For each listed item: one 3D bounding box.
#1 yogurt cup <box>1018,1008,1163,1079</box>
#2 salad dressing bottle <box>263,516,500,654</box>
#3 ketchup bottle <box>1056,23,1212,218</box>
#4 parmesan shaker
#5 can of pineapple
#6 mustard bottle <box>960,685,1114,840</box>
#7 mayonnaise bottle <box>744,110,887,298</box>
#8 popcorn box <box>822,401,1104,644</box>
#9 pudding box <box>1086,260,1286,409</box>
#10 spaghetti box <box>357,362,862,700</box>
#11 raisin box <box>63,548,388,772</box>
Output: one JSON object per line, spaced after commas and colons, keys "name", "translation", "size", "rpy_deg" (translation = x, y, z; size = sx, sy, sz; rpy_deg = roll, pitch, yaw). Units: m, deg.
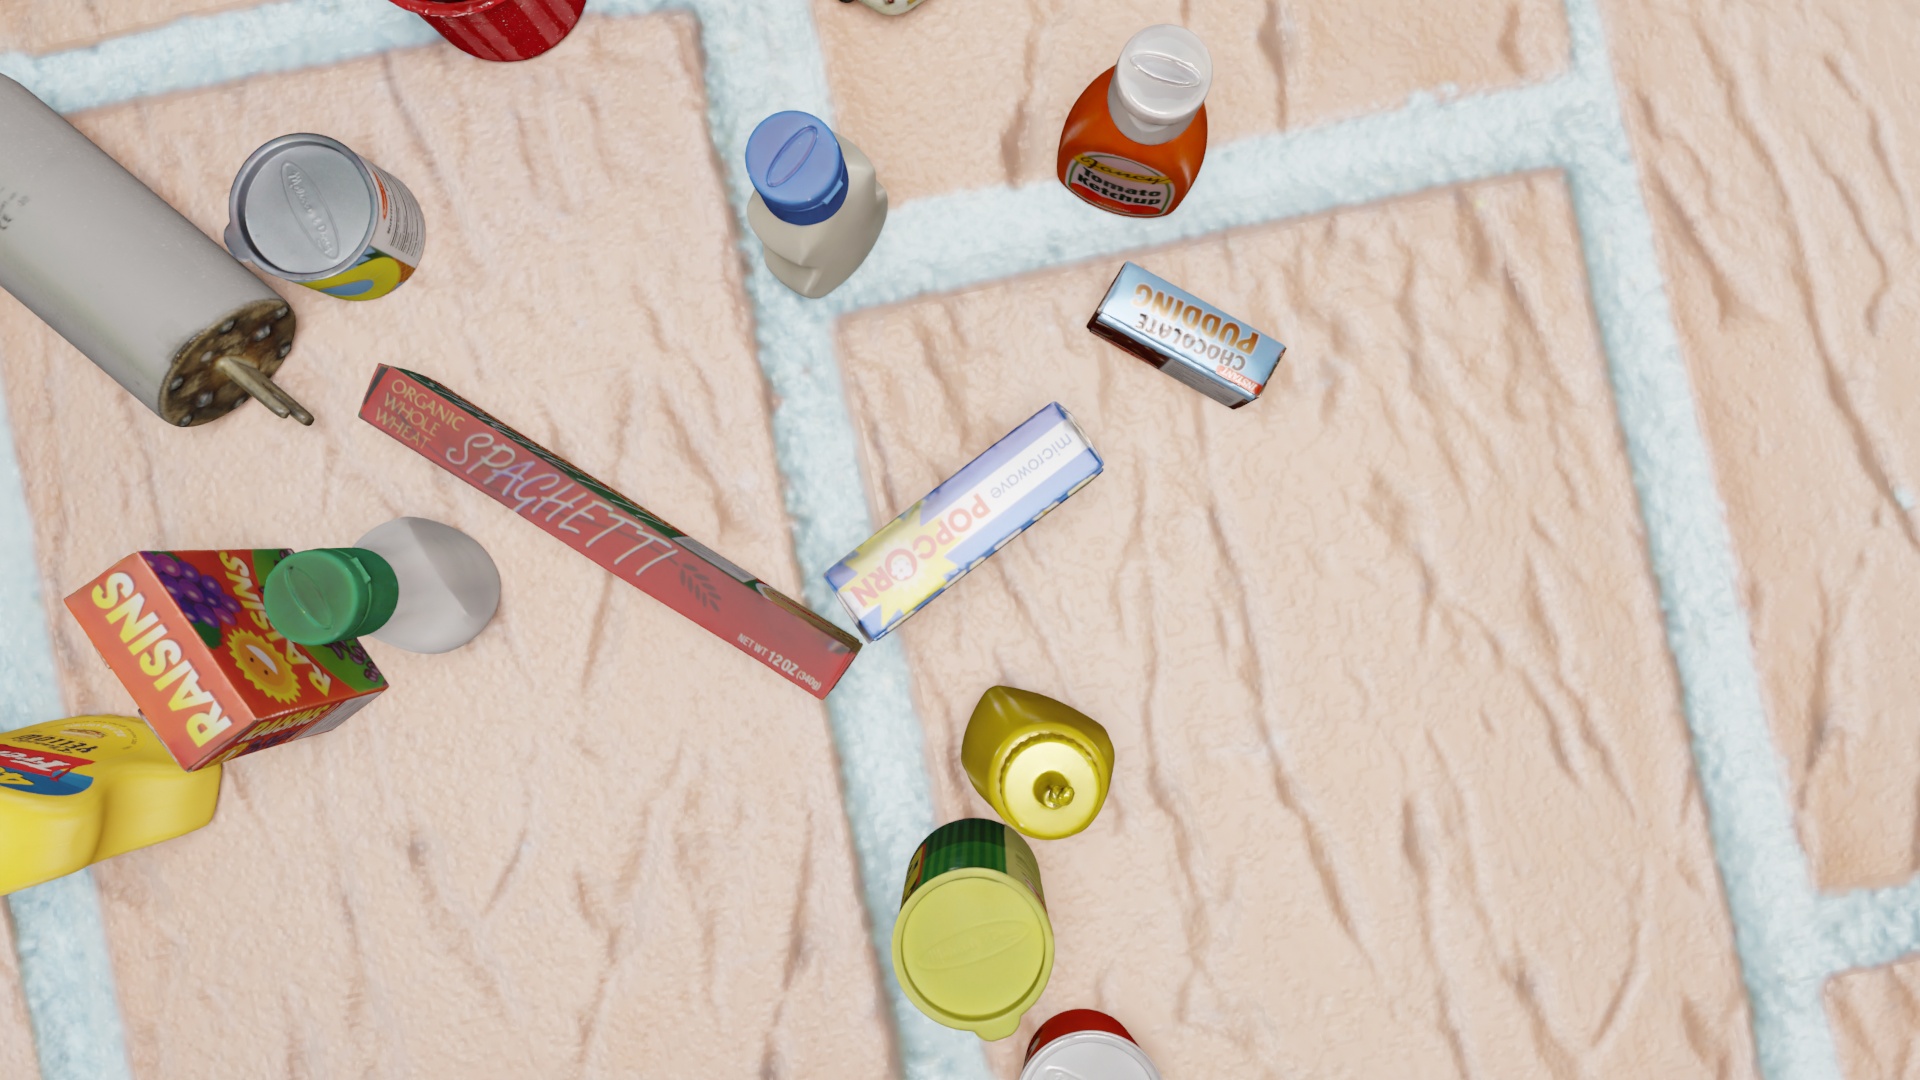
{"name": "yogurt cup", "translation": [0.058, 0.250, 0.636], "size": [0.072, 0.054, 0.072], "rpy_deg": [0, 90, 0]}
{"name": "salad dressing bottle", "translation": [-0.243, 0.020, 0.592], "size": [0.044, 0.147, 0.064], "rpy_deg": [-33, 90, 0]}
{"name": "ketchup bottle", "translation": [0.077, -0.177, 0.593], "size": [0.065, 0.149, 0.043], "rpy_deg": [17, 90, 0]}
{"name": "parmesan shaker", "translation": [0.006, 0.168, 0.612], "size": [0.071, 0.103, 0.071], "rpy_deg": [0, 90, 0]}
{"name": "can of pineapple", "translation": [-0.291, -0.147, 0.639], "size": [0.071, 0.058, 0.071], "rpy_deg": [0, 90, 0]}
{"name": "mustard bottle", "translation": [0.033, 0.095, 0.584], "size": [0.065, 0.160, 0.049], "rpy_deg": [20, 90, 0]}
{"name": "mayonnaise bottle", "translation": [-0.063, -0.145, 0.593], "size": [0.041, 0.148, 0.065], "rpy_deg": [38, 90, 0]}
{"name": "popcorn box", "translation": [0.002, -0.008, 0.623], "size": [0.127, 0.085, 0.038], "rpy_deg": [-37, 90, 0]}
{"name": "pudding box", "translation": [0.103, -0.094, 0.641], "size": [0.084, 0.049, 0.030], "rpy_deg": [28, 90, 0]}
{"name": "spaghetti box", "translation": [-0.159, -0.004, 0.641], "size": [0.250, 0.050, 0.028], "rpy_deg": [31, 90, 0]}
{"name": "raisin box", "translation": [-0.313, 0.047, 0.604], "size": [0.040, 0.123, 0.086], "rpy_deg": [-35, 90, 0]}
